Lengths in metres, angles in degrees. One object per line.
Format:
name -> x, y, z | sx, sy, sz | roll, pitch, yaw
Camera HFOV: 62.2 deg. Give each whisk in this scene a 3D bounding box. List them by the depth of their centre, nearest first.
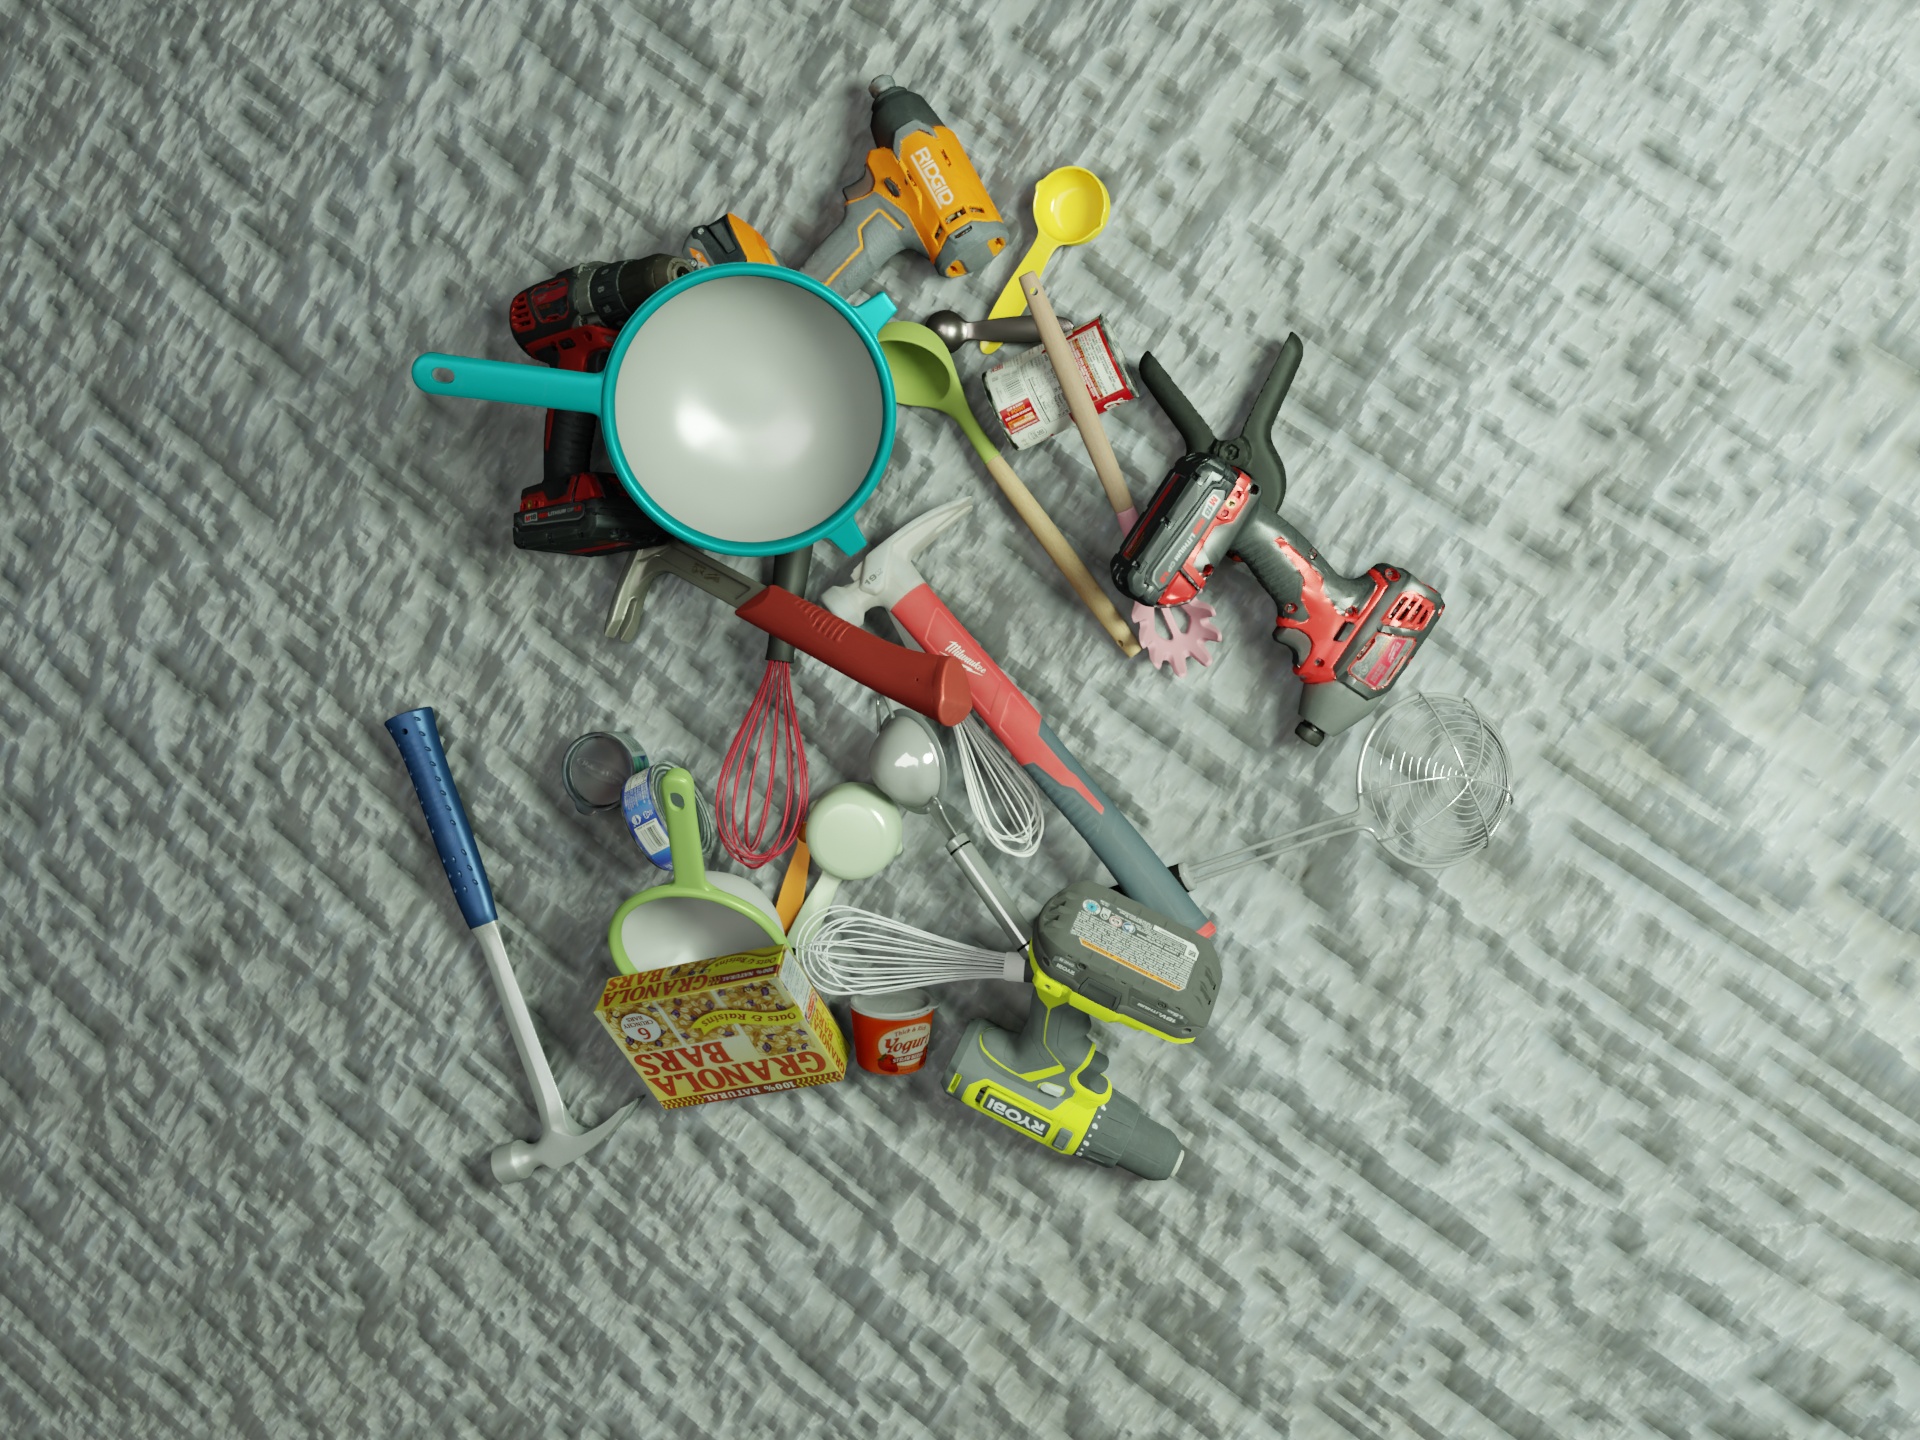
whisk -> 0.011, 0.188, 1.240 | 0.284, 0.070, 0.070 | 4, 93, 7
whisk -> -0.002, -0.004, 1.243 | 0.058, 0.059, 0.246 | -35, 79, 40
whisk -> -0.146, -0.028, 1.272 | 0.073, 0.073, 0.296 | 7, 88, 13

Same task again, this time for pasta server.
pasta server -> 0.112, -0.179, 1.169 | 0.060, 0.040, 0.316 | -24, 106, 3

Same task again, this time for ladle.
ladle -> 0.032, -0.174, 1.223 | 0.062, 0.078, 0.320 | -35, 87, -33

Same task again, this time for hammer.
hammer -> 0.066, 0.007, 1.196 | 0.143, 0.038, 0.386 | -39, 78, -6
hammer -> -0.134, -0.069, 1.205 | 0.359, 0.036, 0.149 | 29, 98, 36
hammer -> -0.395, 0.181, 1.349 | 0.144, 0.035, 0.405 | -22, 87, 14

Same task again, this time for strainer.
strainer -> -0.219, -0.240, 1.169 | 0.340, 0.095, 0.211 | 6, 110, -9
strainer -> -0.007, 0.089, 1.228 | 0.258, 0.050, 0.087 | 54, 139, 12
strainer -> -0.201, 0.126, 1.241 | 0.151, 0.069, 0.256 | 4, 127, 7

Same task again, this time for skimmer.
skimmer -> 0.232, 0.089, 1.197 | 0.363, 0.090, 0.127 | -22, 97, 24

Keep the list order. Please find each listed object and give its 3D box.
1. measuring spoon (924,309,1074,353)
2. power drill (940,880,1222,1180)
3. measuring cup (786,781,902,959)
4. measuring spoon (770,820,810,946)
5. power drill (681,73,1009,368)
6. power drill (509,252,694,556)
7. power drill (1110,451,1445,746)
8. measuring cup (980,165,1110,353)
measuring spoon -> 0.027, -0.301, 1.227 | 0.124, 0.018, 0.034 | 3, 104, 22
power drill -> 0.103, 0.240, 1.170 | 0.190, 0.080, 0.228 | 26, 131, 5
measuring cup -> -0.106, 0.129, 1.270 | 0.083, 0.038, 0.167 | 27, 100, 0
measuring spoon -> -0.136, 0.137, 1.299 | 0.021, 0.011, 0.117 | 15, 99, 2
power drill -> -0.096, -0.385, 1.234 | 0.226, 0.084, 0.164 | -28, 85, 9
power drill -> -0.279, -0.251, 1.254 | 0.188, 0.080, 0.227 | -4, 87, 38
power drill -> 0.225, -0.084, 1.145 | 0.219, 0.079, 0.143 | 31, 99, -11
measuring cup -> 0.062, -0.352, 1.229 | 0.062, 0.029, 0.156 | 37, 112, 12
